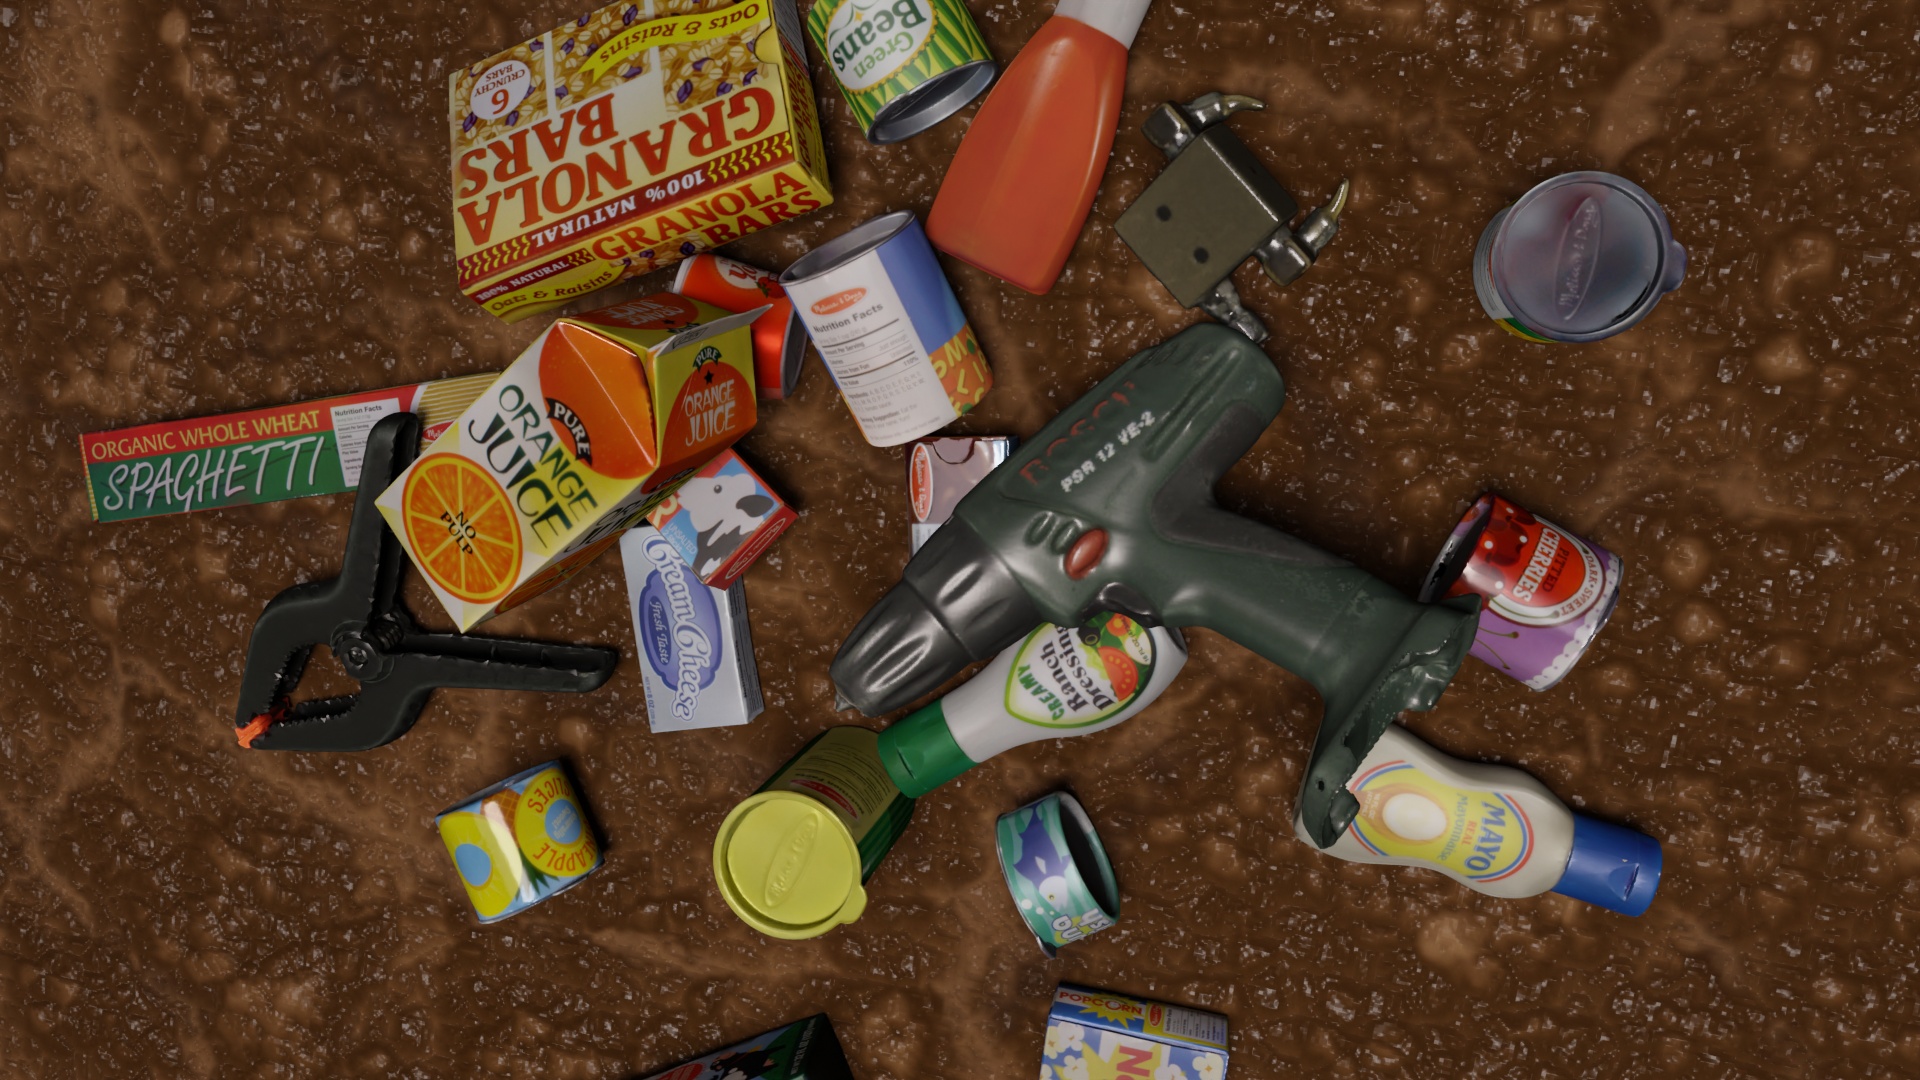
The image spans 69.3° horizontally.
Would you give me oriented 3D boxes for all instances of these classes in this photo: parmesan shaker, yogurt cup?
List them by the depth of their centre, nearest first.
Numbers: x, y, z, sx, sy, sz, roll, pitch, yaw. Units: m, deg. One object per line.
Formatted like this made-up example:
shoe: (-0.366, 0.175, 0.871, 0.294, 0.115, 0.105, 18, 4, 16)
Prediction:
yogurt cup: (-0.101, -0.096, 0.639, 0.054, 0.072, 0.072, 11, 100, 2)
parmesan shaker: (-0.061, 0.133, 0.640, 0.071, 0.103, 0.071, 2, 98, 12)

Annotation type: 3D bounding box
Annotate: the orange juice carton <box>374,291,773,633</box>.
orange juice carton: (-0.159, -0.043, 0.596, 0.192, 0.072, 0.073, -34, 90, 32)

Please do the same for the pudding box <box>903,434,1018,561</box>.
pudding box: (0.002, -0.008, 0.646, 0.049, 0.030, 0.083, -1, 97, 13)

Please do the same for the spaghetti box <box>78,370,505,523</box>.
spaghetti box: (-0.334, -0.047, 0.710, 0.250, 0.029, 0.050, -6, 96, 12)

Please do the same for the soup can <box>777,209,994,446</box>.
soup can: (-0.030, -0.094, 0.614, 0.071, 0.072, 0.083, -22, 113, 14)

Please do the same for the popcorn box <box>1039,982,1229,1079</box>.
popcorn box: (0.078, 0.284, 0.666, 0.085, 0.038, 0.126, 9, 99, 9)

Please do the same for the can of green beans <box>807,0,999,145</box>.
can of green beans: (-0.025, -0.215, 0.605, 0.071, 0.071, 0.058, -28, 91, 14)

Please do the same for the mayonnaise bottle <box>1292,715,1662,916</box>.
mayonnaise bottle: (0.226, 0.124, 0.612, 0.148, 0.041, 0.064, 16, 99, 10)

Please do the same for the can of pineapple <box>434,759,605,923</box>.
can of pineapple: (-0.218, 0.149, 0.693, 0.071, 0.071, 0.058, -23, 93, 14)

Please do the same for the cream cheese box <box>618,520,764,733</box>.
cream cheese box: (-0.132, 0.040, 0.683, 0.053, 0.024, 0.103, -7, 96, 11)

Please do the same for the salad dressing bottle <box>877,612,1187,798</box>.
salad dressing bottle: (0.031, 0.071, 0.643, 0.147, 0.044, 0.064, -31, 88, 14)

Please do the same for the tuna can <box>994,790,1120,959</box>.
tuna can: (0.046, 0.153, 0.638, 0.033, 0.071, 0.071, -26, 92, 14)

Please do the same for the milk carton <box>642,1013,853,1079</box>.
milk carton: (-0.146, 0.311, 0.683, 0.190, 0.072, 0.073, -21, 93, 4)

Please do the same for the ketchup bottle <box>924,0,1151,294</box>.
ketchup bottle: (0.041, -0.186, 0.607, 0.065, 0.043, 0.148, 27, 102, 10)

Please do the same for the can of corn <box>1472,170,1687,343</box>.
can of corn: (0.250, -0.113, 0.566, 0.071, 0.058, 0.071, 2, 98, 11)

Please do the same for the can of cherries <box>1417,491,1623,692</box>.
can of cherries: (0.233, 0.020, 0.582, 0.058, 0.071, 0.071, 30, 103, 7)

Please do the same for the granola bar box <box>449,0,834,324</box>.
granola bar box: (-0.148, -0.181, 0.623, 0.165, 0.039, 0.124, -17, 66, 13)

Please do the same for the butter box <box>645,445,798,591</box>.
butter box: (-0.130, -0.030, 0.655, 0.053, 0.024, 0.103, -45, 72, 0)
